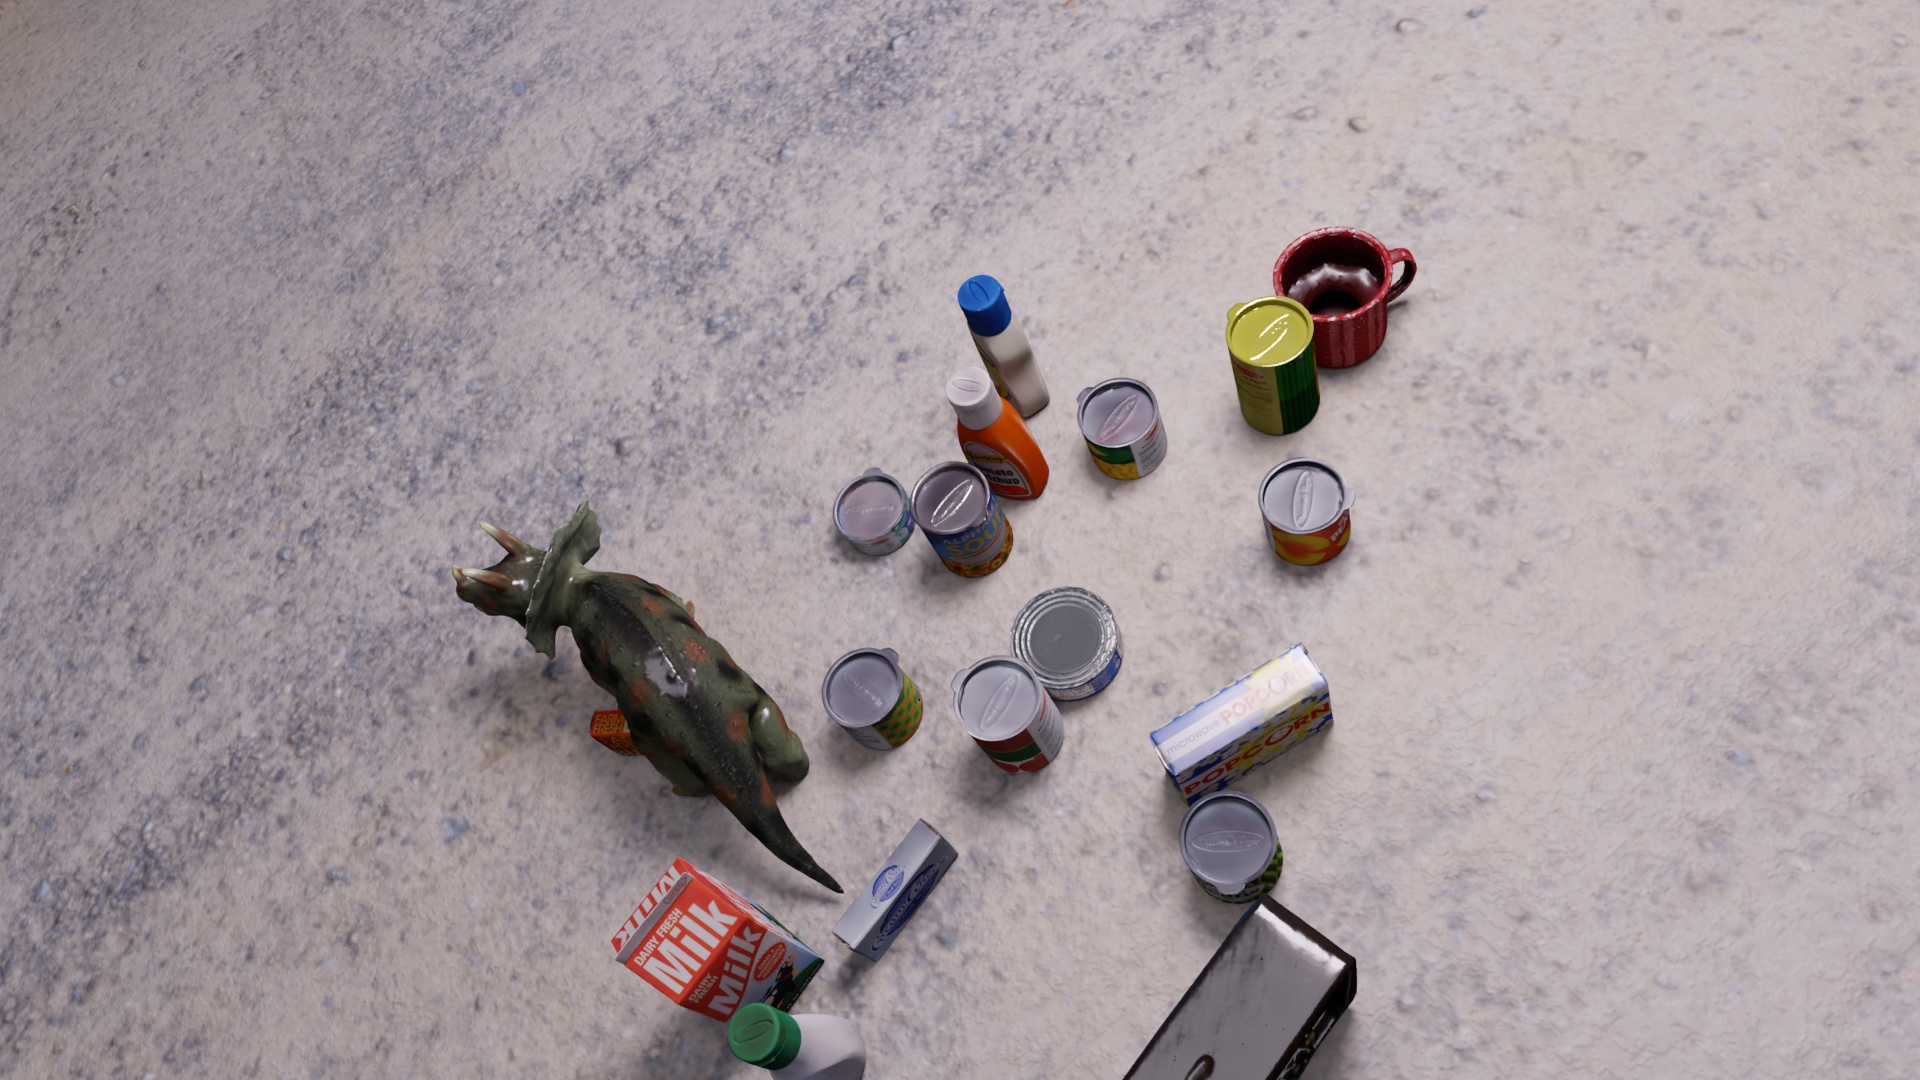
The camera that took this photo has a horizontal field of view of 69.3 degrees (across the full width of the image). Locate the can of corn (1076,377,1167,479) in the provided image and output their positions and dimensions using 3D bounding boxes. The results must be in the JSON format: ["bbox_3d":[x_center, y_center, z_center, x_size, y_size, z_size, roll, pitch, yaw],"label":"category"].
[{"bbox_3d":[0.133,-0.093,1.147,0.071,0.058,0.071,-8,61,14],"label":"can of corn"}]

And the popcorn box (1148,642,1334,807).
[{"bbox_3d":[0.201,0.133,0.988,0.127,0.085,0.038,-31,58,0],"label":"popcorn box"}]

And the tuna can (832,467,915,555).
[{"bbox_3d":[-0.073,-0.024,1.192,0.071,0.032,0.071,-8,61,14],"label":"tuna can"}]

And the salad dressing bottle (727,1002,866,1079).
[{"bbox_3d":[-0.110,0.343,0.940,0.064,0.147,0.044,-26,58,3],"label":"salad dressing bottle"}]

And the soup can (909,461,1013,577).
[{"bbox_3d":[0.004,-0.014,1.131,0.071,0.083,0.071,-8,61,14],"label":"soup can"}]

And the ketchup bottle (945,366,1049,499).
[{"bbox_3d":[0.026,-0.087,1.125,0.065,0.148,0.044,15,69,24],"label":"ketchup bottle"}]

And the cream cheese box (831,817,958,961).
[{"bbox_3d":[-0.046,0.258,1.020,0.024,0.053,0.104,33,77,29],"label":"cream cheese box"}]

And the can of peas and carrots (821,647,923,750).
[{"bbox_3d":[-0.067,0.124,1.095,0.071,0.058,0.071,-8,61,14],"label":"can of peas and carrots"}]

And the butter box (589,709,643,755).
[{"bbox_3d":[-0.245,0.157,1.139,0.103,0.053,0.024,-4,62,16],"label":"butter box"}]

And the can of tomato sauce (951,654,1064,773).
[{"bbox_3d":[0.036,0.132,1.043,0.071,0.083,0.071,-8,61,14],"label":"can of tomato sauce"}]

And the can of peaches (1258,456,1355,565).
[{"bbox_3d":[0.267,-0.021,1.065,0.071,0.058,0.071,-8,61,14],"label":"can of peaches"}]

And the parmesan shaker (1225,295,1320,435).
[{"bbox_3d":[0.249,-0.140,1.108,0.071,0.102,0.071,-8,61,14],"label":"parmesan shaker"}]

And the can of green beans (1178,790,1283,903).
[{"bbox_3d":[0.189,0.214,0.965,0.071,0.057,0.071,-8,61,14],"label":"can of green beans"}]

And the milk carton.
[{"bbox_3d":[-0.173,0.282,0.968,0.073,0.190,0.072,31,76,29],"label":"milk carton"}]

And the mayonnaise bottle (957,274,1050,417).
[{"bbox_3d":[0.034,-0.165,1.165,0.041,0.147,0.065,-35,58,-2],"label":"mayonnaise bottle"}]
